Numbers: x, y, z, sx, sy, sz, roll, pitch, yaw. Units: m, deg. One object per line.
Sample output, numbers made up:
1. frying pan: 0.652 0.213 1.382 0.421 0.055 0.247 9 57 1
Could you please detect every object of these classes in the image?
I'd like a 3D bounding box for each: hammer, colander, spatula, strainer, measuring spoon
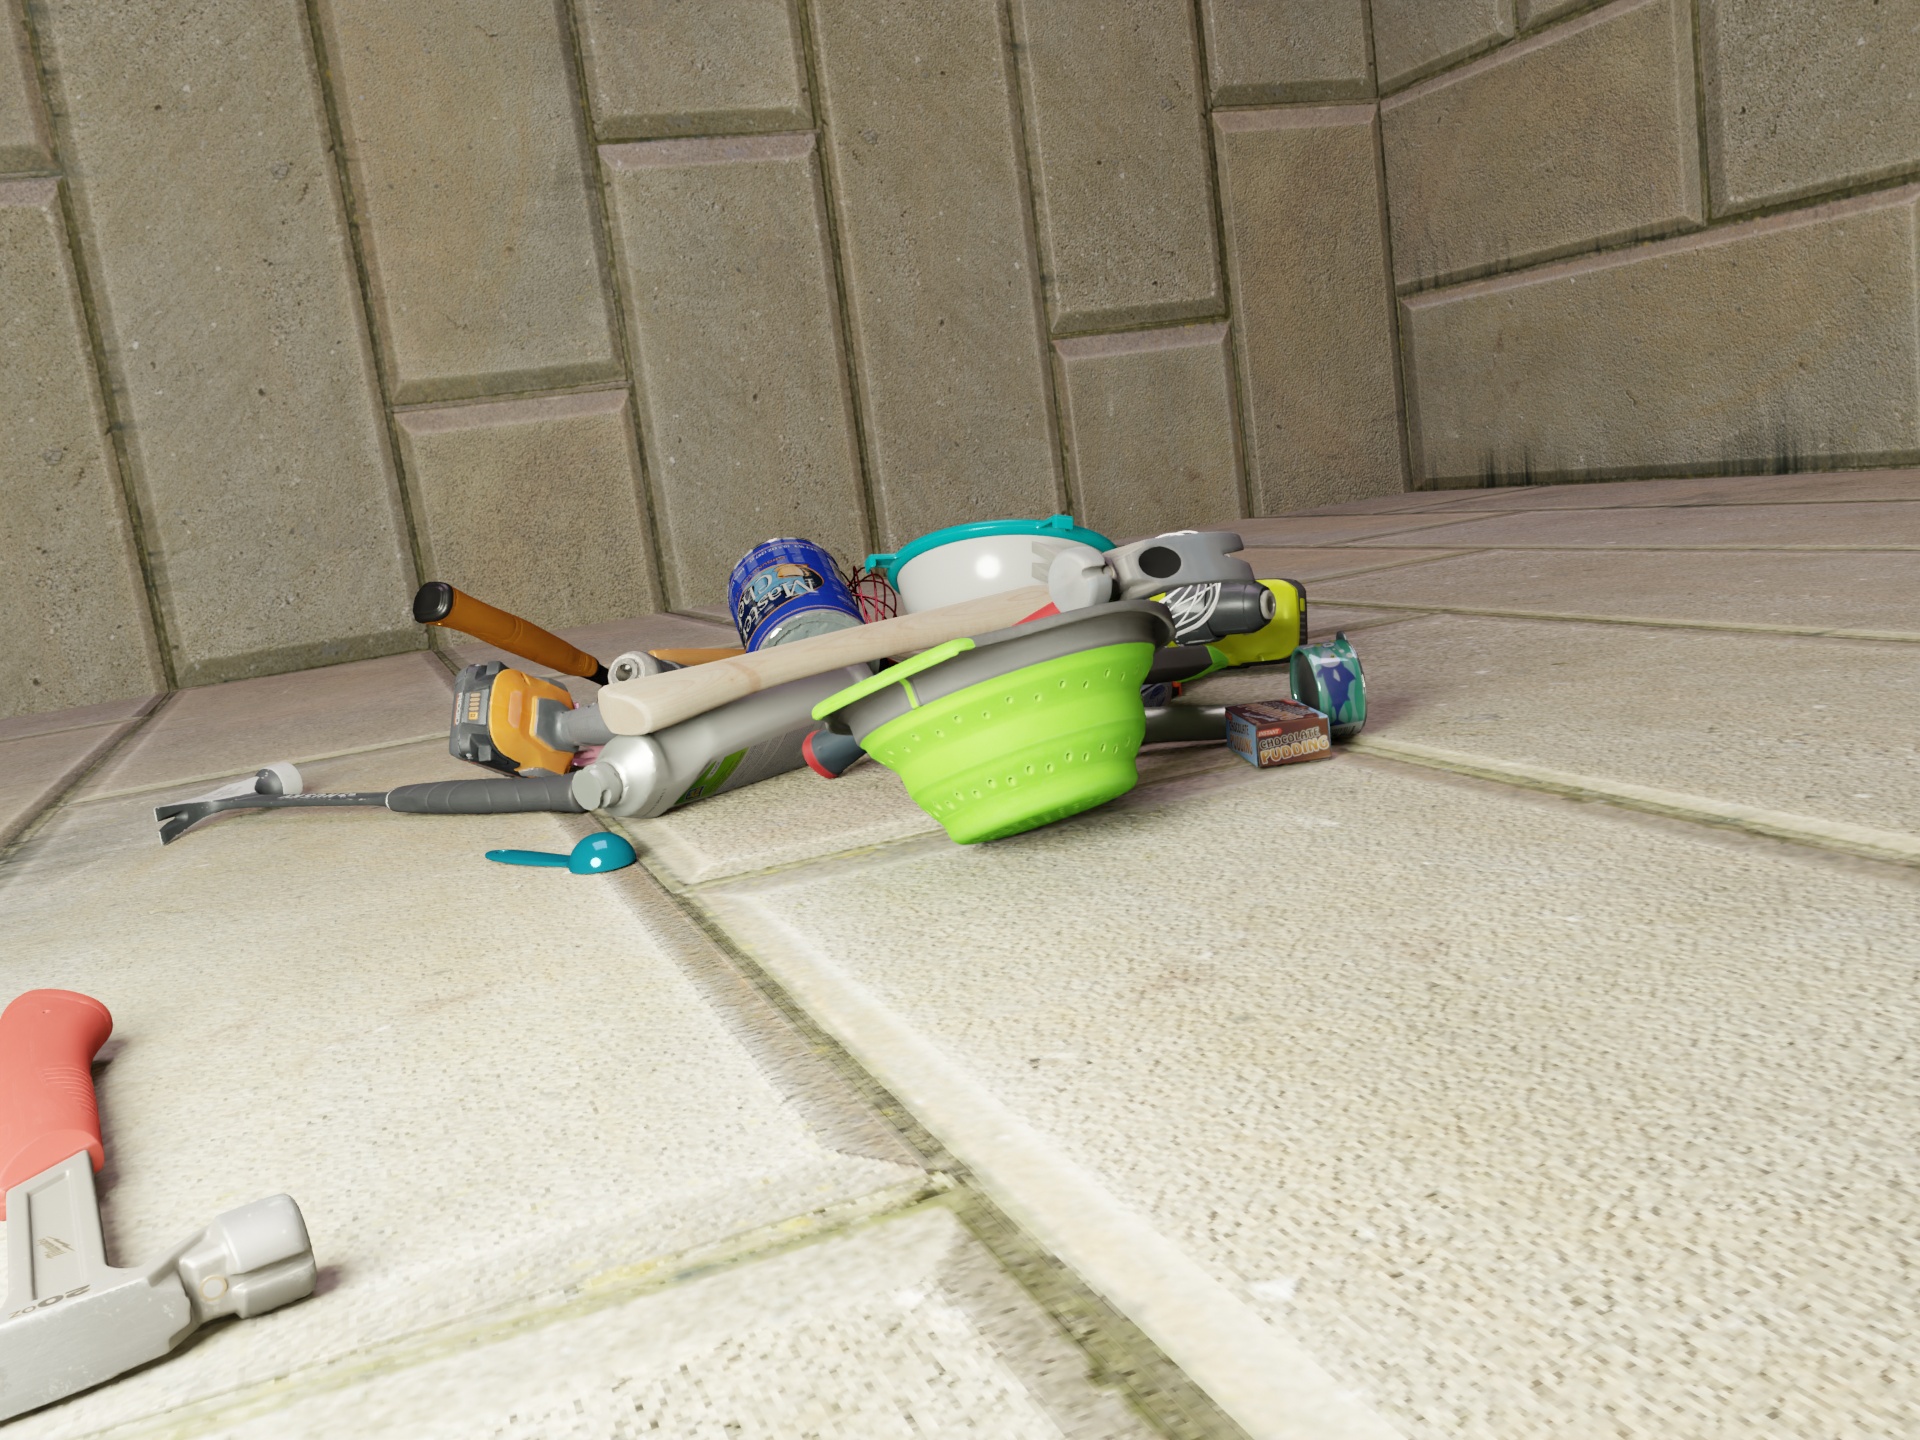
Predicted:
1. hammer: 0.018 -0.033 1.039 0.143 0.038 0.386 -11 -11 -37
2. colander: 0.080 0.006 0.960 0.204 0.094 0.397 -23 -9 33
3. hammer: -0.458 0.062 1.259 0.409 0.036 0.149 -3 12 27
4. spatula: -0.146 -0.045 1.424 0.081 0.041 0.322 4 4 42
5. hammer: -0.342 0.158 0.577 0.149 0.036 0.359 -13 11 -30
6. strainer: 0.068 -0.080 1.469 0.211 0.095 0.340 -10 -19 23
7. hammer: -0.323 -0.052 1.312 0.127 0.034 0.336 -1 -13 21
8. measuring spoon: -0.260 0.081 1.015 0.129 0.021 0.042 0 12 34
9. hammer: -0.067 -0.061 1.166 0.410 0.038 0.146 -15 30 -26

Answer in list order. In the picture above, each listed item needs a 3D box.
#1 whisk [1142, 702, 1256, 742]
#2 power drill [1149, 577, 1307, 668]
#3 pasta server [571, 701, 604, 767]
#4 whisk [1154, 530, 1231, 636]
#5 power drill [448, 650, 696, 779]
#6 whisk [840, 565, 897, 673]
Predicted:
1. whisk: 0.107 0.004 1.114 0.246 0.058 0.059 -2 -10 5
2. power drill: 0.204 -0.087 1.335 0.190 0.080 0.228 -2 -1 34
3. pasta server: -0.207 0.011 1.350 0.316 0.060 0.040 -3 41 10
4. whisk: 0.080 -0.046 1.125 0.284 0.070 0.070 -36 -11 40
5. power drill: -0.287 -0.007 1.245 0.226 0.084 0.185 -3 -15 18
6. whisk: -0.075 -0.057 1.375 0.073 0.073 0.296 -9 32 -8
